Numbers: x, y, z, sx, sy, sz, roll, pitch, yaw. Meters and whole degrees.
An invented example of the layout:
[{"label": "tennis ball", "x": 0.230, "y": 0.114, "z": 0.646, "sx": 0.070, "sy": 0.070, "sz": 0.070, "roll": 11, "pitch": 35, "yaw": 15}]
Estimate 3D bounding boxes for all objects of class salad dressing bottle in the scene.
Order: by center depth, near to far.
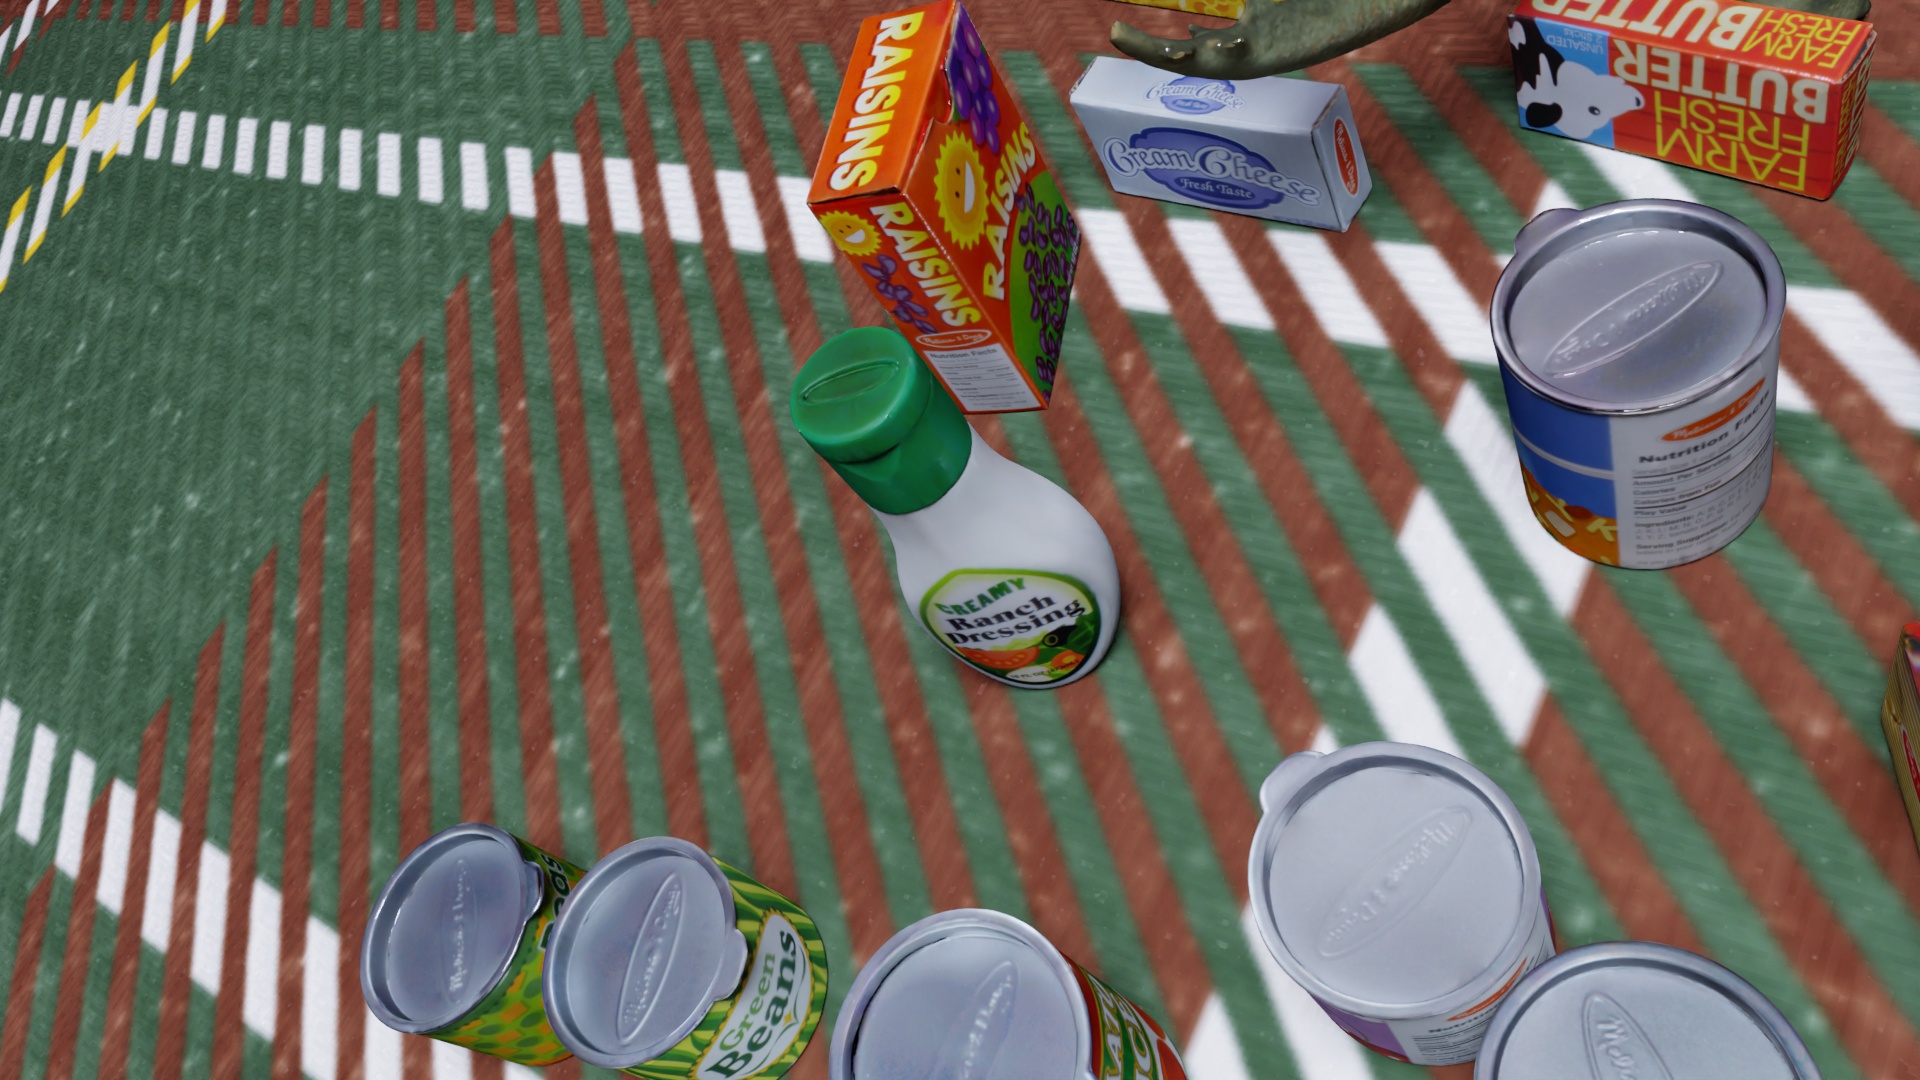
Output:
[{"label": "salad dressing bottle", "x": 0.001, "y": -0.005, "z": 0.407, "sx": 0.064, "sy": 0.147, "sz": 0.044, "roll": -15, "pitch": 55, "yaw": 19}]

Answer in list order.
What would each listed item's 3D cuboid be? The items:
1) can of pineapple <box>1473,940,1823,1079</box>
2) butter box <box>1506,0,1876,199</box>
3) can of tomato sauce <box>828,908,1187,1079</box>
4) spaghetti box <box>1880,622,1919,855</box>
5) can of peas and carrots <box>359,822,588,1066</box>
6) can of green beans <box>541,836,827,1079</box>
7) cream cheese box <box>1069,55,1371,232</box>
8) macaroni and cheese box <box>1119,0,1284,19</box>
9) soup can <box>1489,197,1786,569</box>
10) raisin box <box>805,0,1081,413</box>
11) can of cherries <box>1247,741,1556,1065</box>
[{"label": "can of pineapple", "x": 0.149, "y": 0.128, "z": 0.303, "sx": 0.071, "sy": 0.057, "sz": 0.071, "roll": -13, "pitch": 55, "yaw": 20}, {"label": "butter box", "x": 0.227, "y": -0.145, "z": 0.437, "sx": 0.104, "sy": 0.053, "sz": 0.024, "roll": 31, "pitch": 78, "yaw": 38}, {"label": "can of tomato sauce", "x": 0.017, "y": 0.137, "z": 0.350, "sx": 0.071, "sy": 0.083, "sz": 0.071, "roll": -13, "pitch": 55, "yaw": 20}, {"label": "spaghetti box", "x": 0.223, "y": 0.136, "z": 0.264, "sx": 0.028, "sy": 0.050, "sz": 0.251, "roll": -9, "pitch": 57, "yaw": 23}, {"label": "can of peas and carrots", "x": -0.148, "y": 0.132, "z": 0.456, "sx": 0.071, "sy": 0.058, "sz": 0.071, "roll": -13, "pitch": 55, "yaw": 20}, {"label": "can of green beans", "x": -0.082, "y": 0.131, "z": 0.423, "sx": 0.071, "sy": 0.057, "sz": 0.071, "roll": -13, "pitch": 55, "yaw": 20}, {"label": "cream cheese box", "x": 0.094, "y": -0.145, "z": 0.508, "sx": 0.104, "sy": 0.053, "sz": 0.024, "roll": 22, "pitch": 73, "yaw": 36}, {"label": "macaroni and cheese box", "x": 0.071, "y": -0.279, "z": 0.531, "sx": 0.124, "sy": 0.166, "sz": 0.040, "roll": 26, "pitch": 75, "yaw": 37}, {"label": "soup can", "x": 0.182, "y": -0.041, "z": 0.376, "sx": 0.071, "sy": 0.083, "sz": 0.071, "roll": -13, "pitch": 55, "yaw": 20}, {"label": "raisin box", "x": 0.000, "y": -0.113, "z": 0.492, "sx": 0.040, "sy": 0.123, "sz": 0.086, "roll": -2, "pitch": 60, "yaw": 27}, {"label": "can of cherries", "x": 0.110, "y": 0.089, "z": 0.347, "sx": 0.071, "sy": 0.058, "sz": 0.072, "roll": -13, "pitch": 55, "yaw": 20}]
